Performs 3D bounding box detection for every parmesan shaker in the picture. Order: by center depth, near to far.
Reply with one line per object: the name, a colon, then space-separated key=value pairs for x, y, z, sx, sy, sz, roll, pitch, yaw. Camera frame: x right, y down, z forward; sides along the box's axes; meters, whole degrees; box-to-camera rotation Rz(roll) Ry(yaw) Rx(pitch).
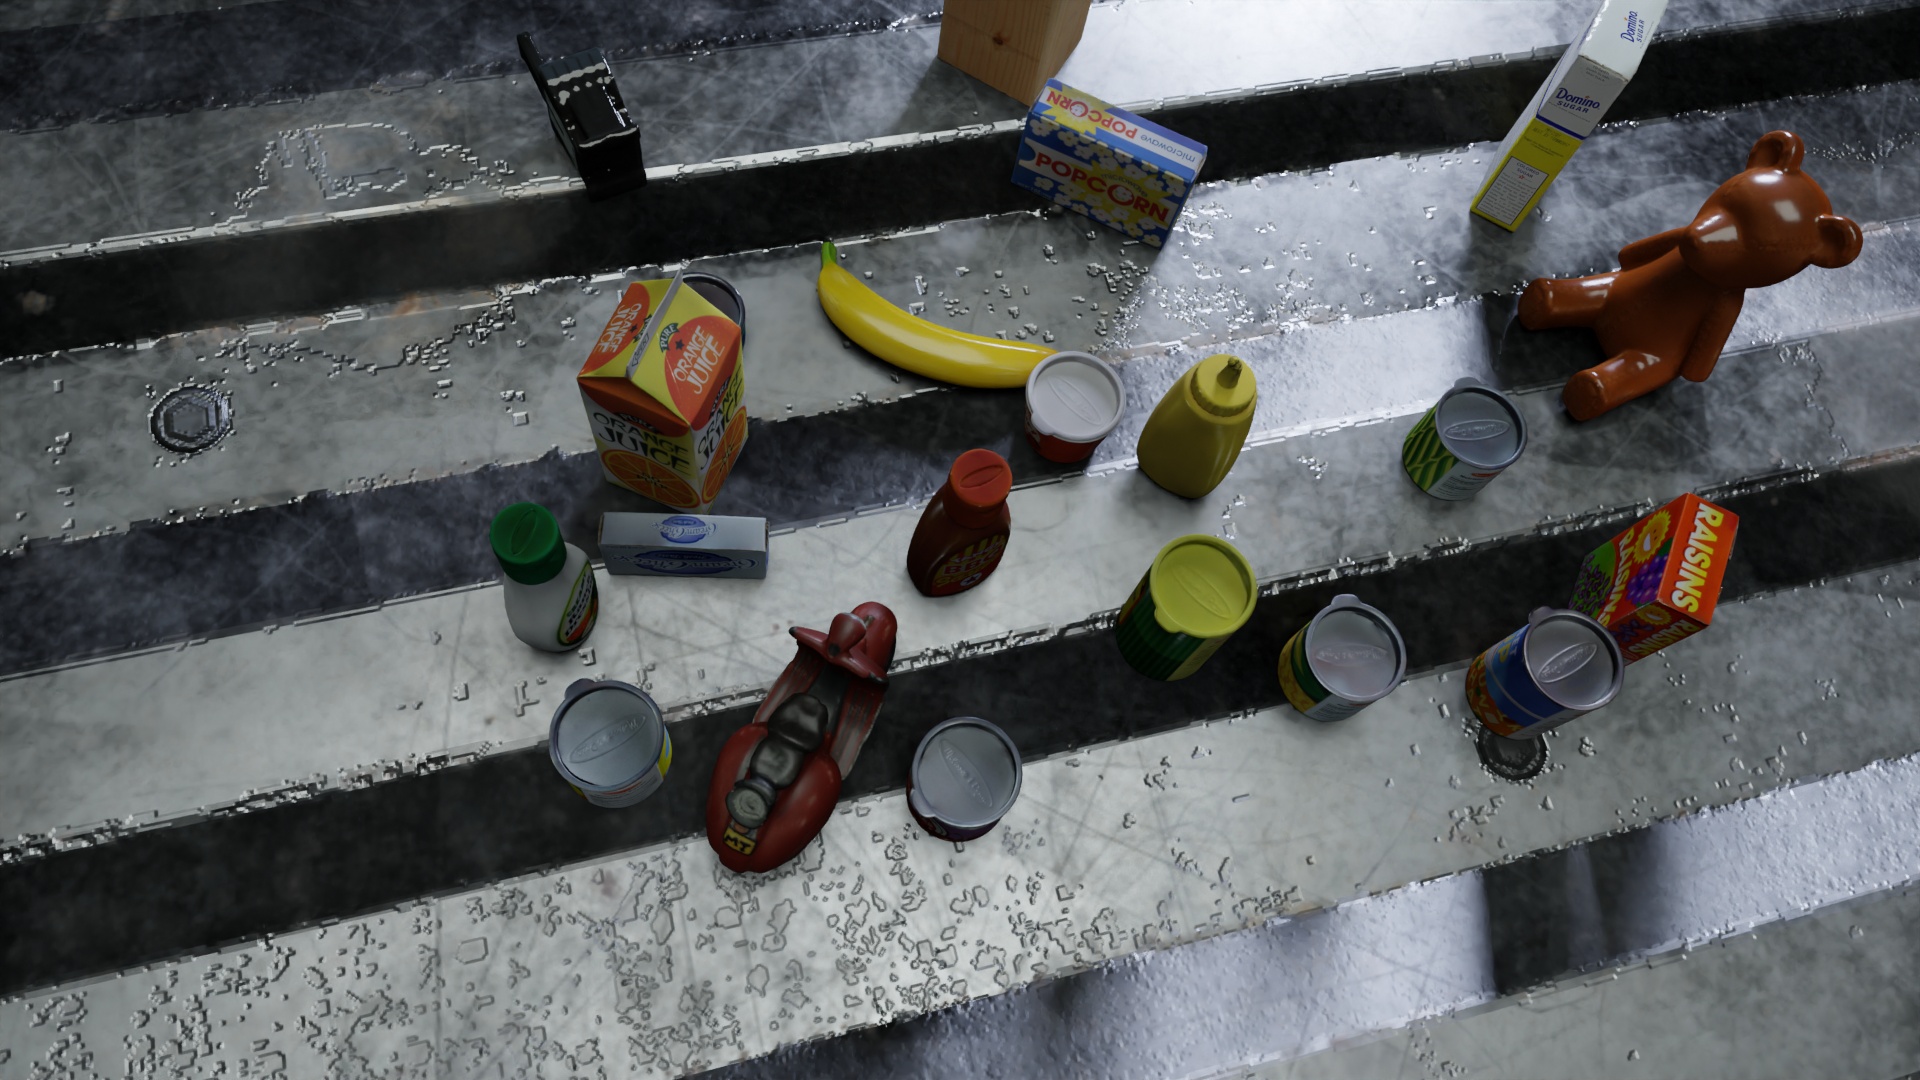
parmesan shaker: x=0.138 y=0.046 z=0.879 sx=0.071 sy=0.102 sz=0.071 roll=2 pitch=69 yaw=-6

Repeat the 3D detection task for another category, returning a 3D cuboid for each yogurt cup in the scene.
yogurt cup: x=0.075 y=-0.088 z=0.951 sx=0.072 sy=0.053 sz=0.072 roll=3 pitch=68 yaw=-6

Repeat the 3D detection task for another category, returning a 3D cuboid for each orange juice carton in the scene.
orange juice carton: x=-0.178 y=-0.089 z=0.844 sx=0.073 sy=0.192 sz=0.072 roll=22 pitch=68 yaw=2

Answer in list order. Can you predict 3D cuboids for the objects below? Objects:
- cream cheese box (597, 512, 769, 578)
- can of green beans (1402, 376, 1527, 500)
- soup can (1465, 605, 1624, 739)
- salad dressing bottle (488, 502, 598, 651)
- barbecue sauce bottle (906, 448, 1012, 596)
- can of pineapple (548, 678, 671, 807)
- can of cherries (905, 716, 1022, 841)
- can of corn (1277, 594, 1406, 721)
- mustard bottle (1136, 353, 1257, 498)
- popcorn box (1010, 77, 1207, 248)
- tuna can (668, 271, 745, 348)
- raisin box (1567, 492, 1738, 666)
cream cheese box: x=-0.174 y=0.004 z=0.883 sx=0.104 sy=0.053 sz=0.024 roll=2 pitch=69 yaw=-6
can of green beans: x=0.353 y=-0.069 z=0.977 sx=0.071 sy=0.057 sz=0.071 roll=2 pitch=68 yaw=-6
soup can: x=0.377 y=0.086 z=0.904 sx=0.071 sy=0.083 sz=0.071 roll=2 pitch=69 yaw=-6
salad dressing bottle: x=-0.245 y=0.022 z=0.816 sx=0.044 sy=0.147 sz=0.064 roll=18 pitch=68 yaw=0
barbecue sauce bottle: x=0.003 y=-0.011 z=0.860 sx=0.065 sy=0.148 sz=0.044 roll=-23 pitch=74 yaw=-15
can of pineapple: x=-0.208 y=0.121 z=0.830 sx=0.071 sy=0.057 sz=0.071 roll=2 pitch=68 yaw=-6
can of cherries: x=-0.002 y=0.147 z=0.845 sx=0.071 sy=0.058 sz=0.072 roll=2 pitch=68 yaw=-6
can of corn: x=0.247 y=0.078 z=0.905 sx=0.071 sy=0.058 sz=0.071 roll=2 pitch=68 yaw=-6
mustard bottle: x=0.160 y=-0.081 z=0.902 sx=0.065 sy=0.159 sz=0.049 roll=33 pitch=69 yaw=6
popcorn box: x=0.107 y=-0.273 z=1.011 sx=0.127 sy=0.085 sz=0.038 roll=25 pitch=68 yaw=3
tuna can: x=-0.182 y=-0.146 z=0.952 sx=0.071 sy=0.032 sz=0.071 roll=3 pitch=68 yaw=-6
raisin box: x=0.450 y=0.032 z=0.914 sx=0.040 sy=0.123 sz=0.086 roll=27 pitch=68 yaw=4
